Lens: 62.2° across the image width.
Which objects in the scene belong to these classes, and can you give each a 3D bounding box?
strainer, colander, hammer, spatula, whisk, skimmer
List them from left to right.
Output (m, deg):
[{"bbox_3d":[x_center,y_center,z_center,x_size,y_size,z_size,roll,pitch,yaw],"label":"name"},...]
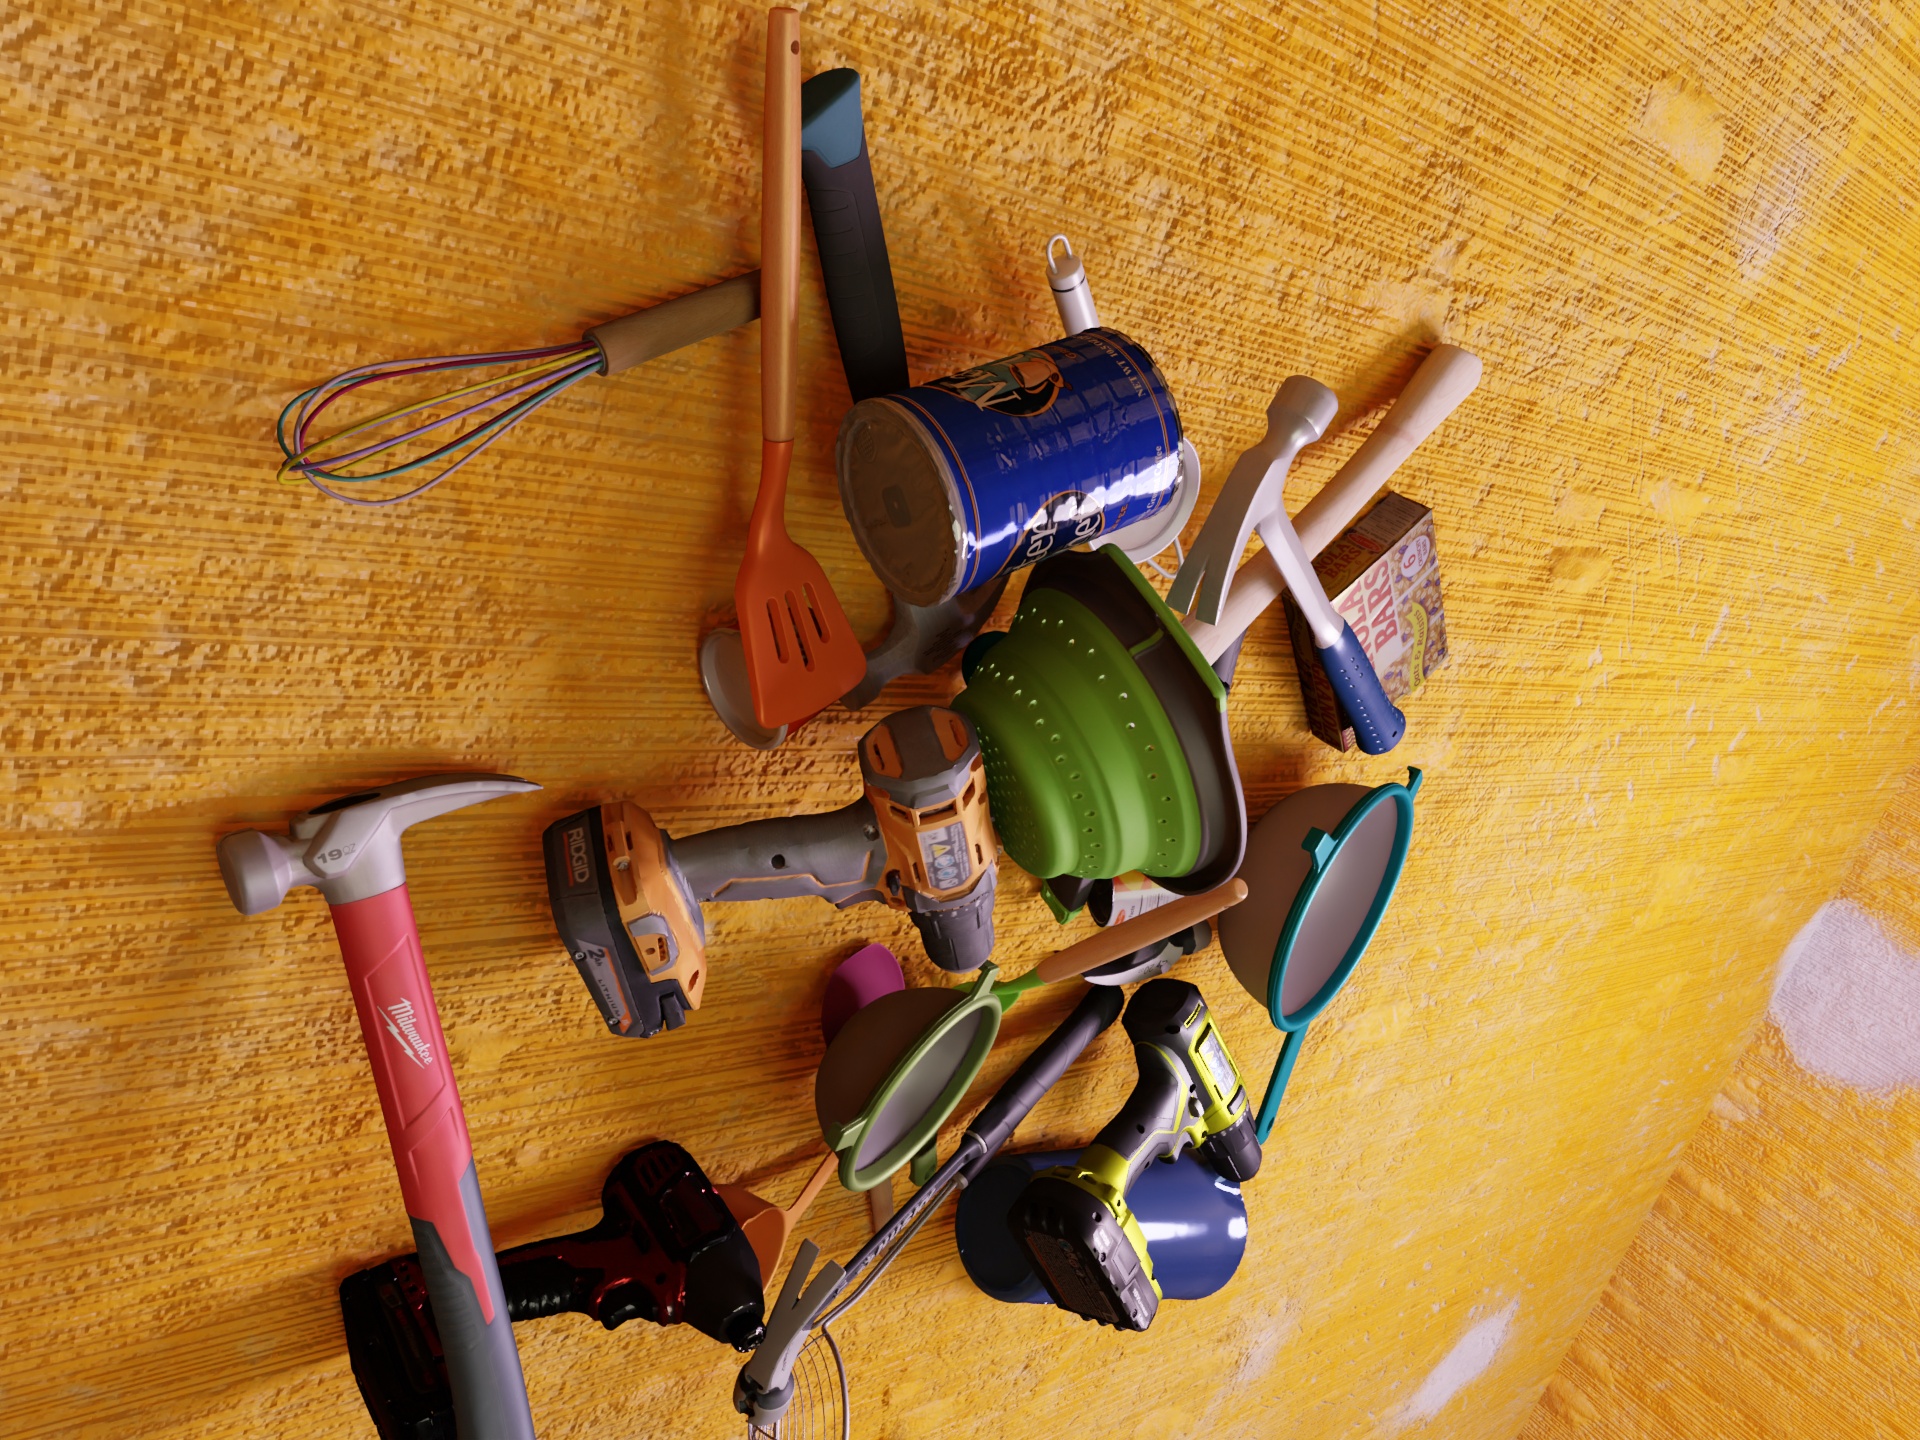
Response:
[{"bbox_3d":[-0.239,0.218,0.776,0.143,0.038,0.386,-18,106,-33],"label":"hammer"},{"bbox_3d":[-0.178,-0.150,0.683,0.245,0.051,0.047,-30,156,-31],"label":"whisk"},{"bbox_3d":[-0.076,-0.152,0.733,0.081,0.041,0.322,-30,134,-45],"label":"spatula"},{"bbox_3d":[-0.039,-0.158,0.808,0.128,0.033,0.330,-32,135,-22],"label":"hammer"},{"bbox_3d":[-0.045,0.247,1.053,0.151,0.069,0.256,-45,158,-25],"label":"strainer"},{"bbox_3d":[-0.024,0.396,1.142,0.090,0.127,0.363,50,62,-10],"label":"skimmer"},{"bbox_3d":[0.000,0.291,1.073,0.409,0.036,0.149,-35,153,-46],"label":"hammer"},{"bbox_3d":[0.051,0.056,0.934,0.094,0.205,0.396,-27,158,-17],"label":"colander"},{"bbox_3d":[0.083,-0.172,0.892,0.087,0.050,0.258,-40,143,-9],"label":"strainer"},{"bbox_3d":[0.156,0.048,1.139,0.146,0.035,0.334,-14,126,-38],"label":"hammer"},{"bbox_3d":[0.251,0.186,1.271,0.211,0.095,0.340,-21,131,-49],"label":"strainer"},{"bbox_3d":[0.223,-0.111,1.042,0.411,0.038,0.146,-44,143,-25],"label":"hammer"},{"bbox_3d":[0.233,-0.058,1.032,0.144,0.035,0.405,-58,148,-6],"label":"hammer"}]

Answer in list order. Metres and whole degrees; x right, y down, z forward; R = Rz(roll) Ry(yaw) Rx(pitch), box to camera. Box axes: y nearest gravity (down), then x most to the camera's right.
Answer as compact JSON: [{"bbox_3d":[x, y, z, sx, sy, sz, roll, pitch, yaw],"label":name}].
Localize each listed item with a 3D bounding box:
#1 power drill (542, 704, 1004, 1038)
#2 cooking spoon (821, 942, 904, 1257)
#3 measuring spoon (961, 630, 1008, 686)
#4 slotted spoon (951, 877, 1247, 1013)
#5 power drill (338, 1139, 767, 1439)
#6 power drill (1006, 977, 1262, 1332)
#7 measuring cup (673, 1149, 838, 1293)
[{"bbox_3d":[-0.086,0.095,0.848,0.226,0.084,0.185,-17,136,-5],"label":"power drill"},{"bbox_3d":[-0.062,0.275,1.106,0.069,0.017,0.318,-30,134,-32],"label":"cooking spoon"},{"bbox_3d":[-0.002,-0.003,0.972,0.042,0.021,0.128,-17,138,-51],"label":"measuring spoon"},{"bbox_3d":[0.071,0.152,1.006,0.070,0.031,0.313,-1,158,-37],"label":"slotted spoon"},{"bbox_3d":[-0.222,0.335,0.902,0.219,0.143,0.078,-17,131,-32],"label":"power drill"},{"bbox_3d":[0.145,0.334,1.188,0.228,0.080,0.190,-48,122,-37],"label":"power drill"},{"bbox_3d":[-0.137,0.324,1.055,0.174,0.052,0.095,-45,146,-48],"label":"measuring cup"}]
